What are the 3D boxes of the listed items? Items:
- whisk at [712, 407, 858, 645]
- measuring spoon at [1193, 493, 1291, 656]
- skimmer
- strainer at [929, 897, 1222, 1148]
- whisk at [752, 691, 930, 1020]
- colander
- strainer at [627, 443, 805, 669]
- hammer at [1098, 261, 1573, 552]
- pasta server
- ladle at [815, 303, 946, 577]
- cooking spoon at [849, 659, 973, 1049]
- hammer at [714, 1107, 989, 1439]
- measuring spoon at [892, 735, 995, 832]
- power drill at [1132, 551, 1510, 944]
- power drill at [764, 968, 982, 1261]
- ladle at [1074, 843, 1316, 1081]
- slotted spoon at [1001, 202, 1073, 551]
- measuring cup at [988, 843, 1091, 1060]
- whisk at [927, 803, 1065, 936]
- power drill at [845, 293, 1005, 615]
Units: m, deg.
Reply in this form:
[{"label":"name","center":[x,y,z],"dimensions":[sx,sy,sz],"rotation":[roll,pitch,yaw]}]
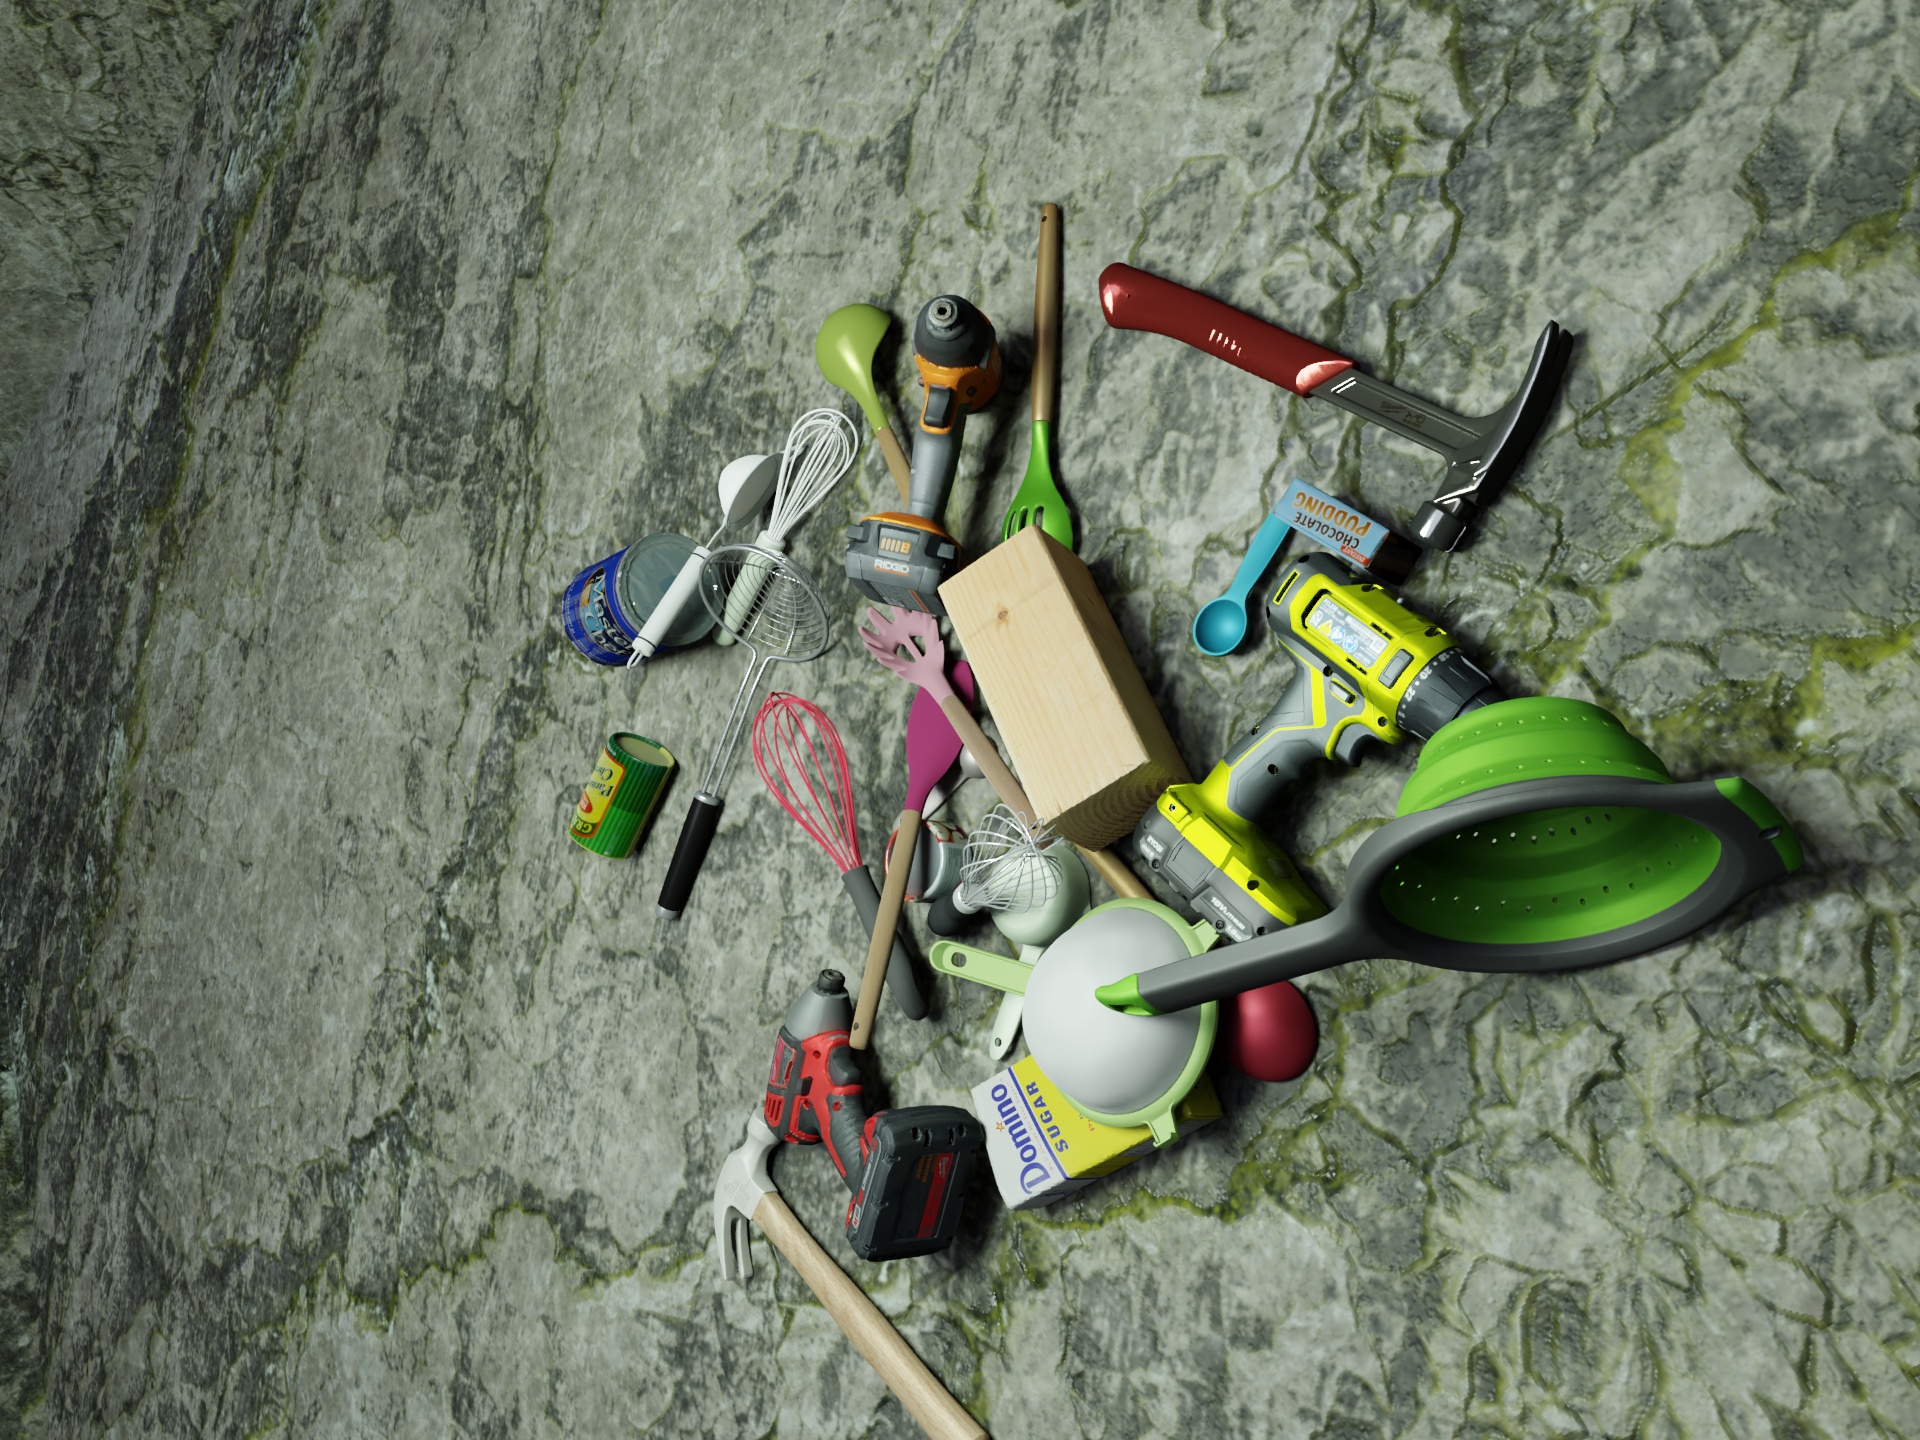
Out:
[{"label":"whisk","center":[-0.163,-0.169,1.420],"dimensions":[0.246,0.059,0.058],"rotation":[-59,13,22]},{"label":"measuring spoon","center":[0.203,-0.099,1.087],"dimensions":[0.042,0.021,0.128],"rotation":[33,95,42]},{"label":"skimmer","center":[-0.215,0.018,1.398],"dimensions":[0.127,0.090,0.363],"rotation":[24,103,10]},{"label":"strainer","center":[0.053,0.181,1.075],"dimensions":[0.256,0.069,0.151],"rotation":[8,83,46]},{"label":"whisk","center":[-0.093,0.104,1.266],"dimensions":[0.073,0.073,0.296],"rotation":[-38,69,32]},{"label":"colander","center":[0.243,0.080,0.893],"dimensions":[0.397,0.204,0.095],"rotation":[-23,49,33]},{"label":"strainer","center":[-0.224,-0.153,1.404],"dimensions":[0.050,0.086,0.258],"rotation":[29,74,6]},{"label":"hammer","center":[0.227,-0.251,1.076],"dimensions":[0.359,0.036,0.149],"rotation":[39,108,40]},{"label":"pasta server","center":[-0.002,-0.004,1.193],"dimensions":[0.060,0.040,0.317],"rotation":[-35,39,1]},{"label":"ladle","center":[-0.047,-0.217,1.329],"dimensions":[0.078,0.062,0.320],"rotation":[-35,66,30]},{"label":"cooking spoon","center":[-0.042,0.094,1.215],"dimensions":[0.069,0.017,0.319],"rotation":[-9,59,41]},{"label":"hammer","center":[-0.093,0.454,1.241],"dimensions":[0.332,0.031,0.130],"rotation":[36,106,41]},{"label":"measuring spoon","center":[-0.018,0.054,1.257],"dimensions":[0.124,0.018,0.034],"rotation":[-43,56,30]},{"label":"power drill","center":[0.230,0.033,0.992],"dimensions":[0.191,0.080,0.228],"rotation":[44,110,33]},{"label":"power drill","center":[-0.077,0.293,1.204],"dimensions":[0.220,0.078,0.143],"rotation":[35,115,53]},{"label":"ladle","center":[0.129,0.127,1.102],"dimensions":[0.069,0.031,0.316],"rotation":[-56,49,16]},{"label":"slotted spoon","center":[0.062,-0.255,1.237],"dimensions":[0.070,0.031,0.314],"rotation":[-6,76,42]},{"label":"measuring cup","center":[0.041,0.170,1.165],"dimensions":[0.083,0.038,0.167],"rotation":[20,94,43]},{"label":"whisk","center":[0.013,0.116,1.109],"dimensions":[0.284,0.070,0.070],"rotation":[127,139,-69]},{"label":"power drill","center":[-0.022,-0.205,1.203],"dimensions":[0.084,0.164,0.226],"rotation":[13,85,8]}]
